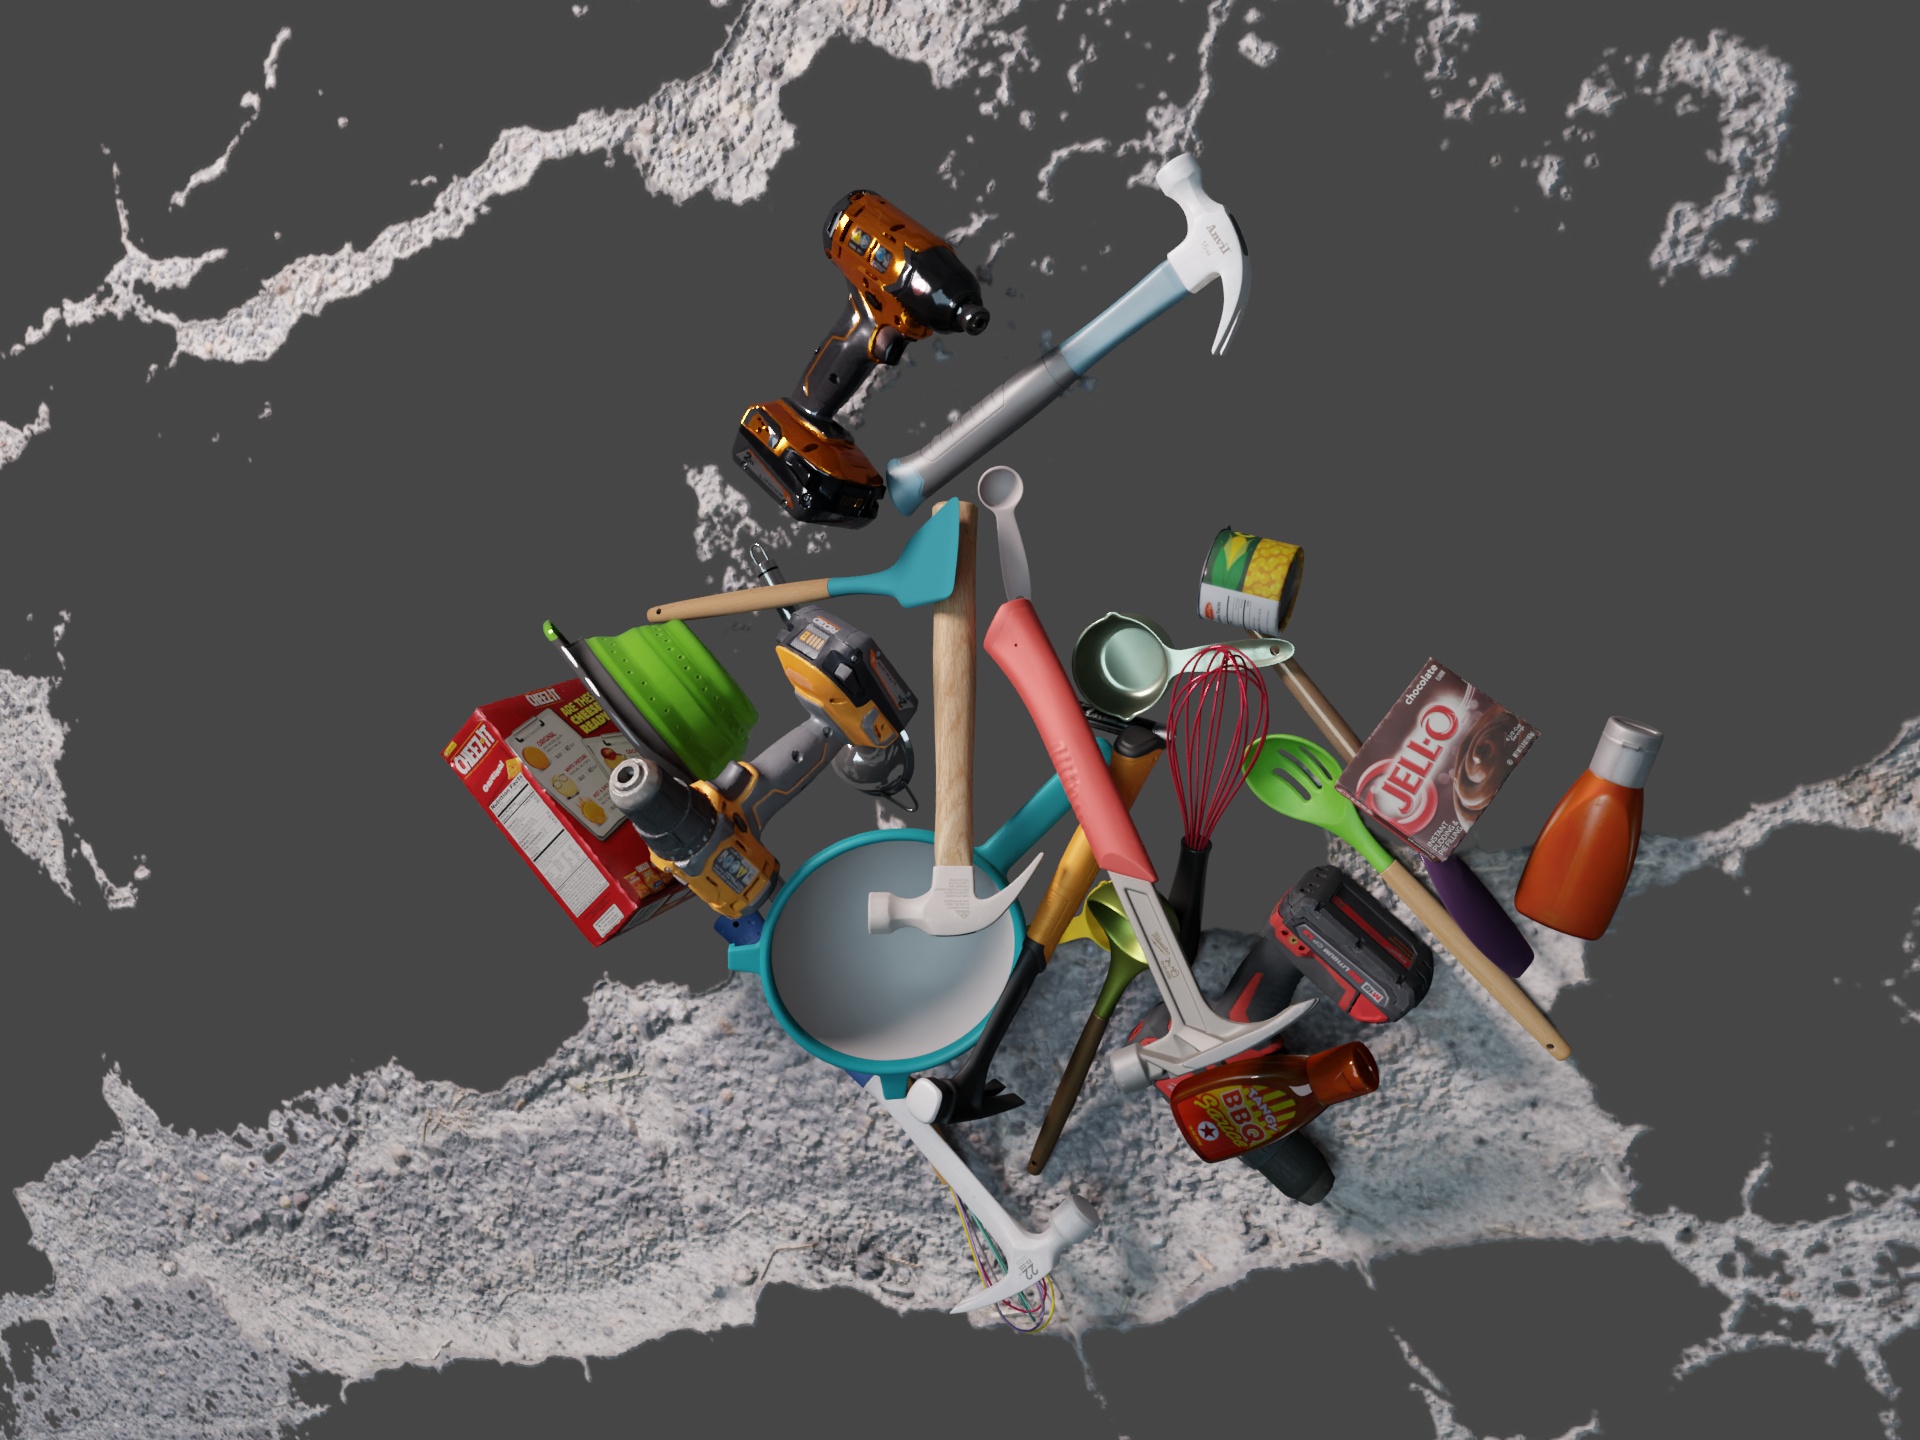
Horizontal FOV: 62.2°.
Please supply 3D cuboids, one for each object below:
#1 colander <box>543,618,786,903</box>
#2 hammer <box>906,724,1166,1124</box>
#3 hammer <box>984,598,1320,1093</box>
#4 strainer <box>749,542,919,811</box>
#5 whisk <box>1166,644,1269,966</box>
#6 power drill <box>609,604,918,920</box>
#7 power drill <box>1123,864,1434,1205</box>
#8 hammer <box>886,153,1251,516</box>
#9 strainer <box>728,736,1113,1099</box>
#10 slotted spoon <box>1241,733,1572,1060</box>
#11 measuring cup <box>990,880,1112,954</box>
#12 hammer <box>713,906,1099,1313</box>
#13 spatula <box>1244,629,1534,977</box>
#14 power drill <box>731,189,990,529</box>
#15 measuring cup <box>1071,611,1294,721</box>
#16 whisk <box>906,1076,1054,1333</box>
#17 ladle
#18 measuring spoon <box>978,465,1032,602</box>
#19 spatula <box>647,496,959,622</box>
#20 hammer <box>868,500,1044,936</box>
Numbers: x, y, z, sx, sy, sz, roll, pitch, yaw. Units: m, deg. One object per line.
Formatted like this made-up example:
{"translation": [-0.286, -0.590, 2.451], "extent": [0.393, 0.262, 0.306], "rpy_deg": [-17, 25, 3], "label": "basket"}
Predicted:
{"translation": [-0.183, 0.047, 1.325], "extent": [0.094, 0.204, 0.397], "rpy_deg": [-40, 102, -7], "label": "colander"}
{"translation": [0.072, 0.158, 1.213], "extent": [0.034, 0.127, 0.337], "rpy_deg": [33, 102, 33], "label": "hammer"}
{"translation": [0.114, 0.072, 1.131], "extent": [0.149, 0.036, 0.359], "rpy_deg": [-26, 74, 13], "label": "hammer"}
{"translation": [-0.112, -0.032, 1.306], "extent": [0.087, 0.050, 0.258], "rpy_deg": [-32, 84, 37], "label": "strainer"}
{"translation": [0.176, 0.074, 1.167], "extent": [0.073, 0.073, 0.295], "rpy_deg": [18, 124, 20], "label": "whisk"}
{"translation": [-0.150, 0.022, 1.184], "extent": [0.084, 0.185, 0.226], "rpy_deg": [31, 76, 36], "label": "power drill"}
{"translation": [0.251, 0.240, 1.183], "extent": [0.188, 0.080, 0.226], "rpy_deg": [43, 119, 10], "label": "power drill"}
{"translation": [0.070, -0.258, 1.170], "extent": [0.331, 0.033, 0.128], "rpy_deg": [-34, 86, 28], "label": "hammer"}
{"translation": [-0.011, 0.126, 1.272], "extent": [0.340, 0.095, 0.211], "rpy_deg": [-44, 108, 5], "label": "strainer"}
{"translation": [0.324, 0.125, 1.147], "extent": [0.314, 0.031, 0.070], "rpy_deg": [47, 132, 6], "label": "slotted spoon"}
{"translation": [0.090, 0.164, 1.270], "extent": [0.156, 0.029, 0.062], "rpy_deg": [-19, 89, 38], "label": "measuring cup"}
{"translation": [-0.070, 0.314, 1.343], "extent": [0.406, 0.035, 0.144], "rpy_deg": [46, 102, 15], "label": "hammer"}
{"translation": [0.300, 0.049, 1.131], "extent": [0.316, 0.060, 0.018], "rpy_deg": [54, 132, 10], "label": "spatula"}
{"translation": [-0.070, -0.259, 1.186], "extent": [0.164, 0.084, 0.226], "rpy_deg": [44, 117, 34], "label": "power drill"}
{"translation": [0.166, -0.047, 1.174], "extent": [0.167, 0.038, 0.083], "rpy_deg": [-5, 100, 24], "label": "measuring cup"}
{"translation": [0.008, 0.409, 1.358], "extent": [0.047, 0.051, 0.245], "rpy_deg": [-31, 84, 7], "label": "whisk"}
{"translation": [0.096, 0.252, 1.242], "extent": [0.078, 0.062, 0.320], "rpy_deg": [35, 125, 25], "label": "ladle"}
{"translation": [0.037, -0.136, 1.214], "extent": [0.034, 0.018, 0.124], "rpy_deg": [-12, 116, -2], "label": "measuring spoon"}
{"translation": [-0.129, -0.108, 1.263], "extent": [0.317, 0.044, 0.082], "rpy_deg": [-7, 69, 29], "label": "spatula"}
{"translation": [-0.002, -0.004, 1.201], "extent": [0.130, 0.031, 0.331], "rpy_deg": [0, 80, 0], "label": "hammer"}
